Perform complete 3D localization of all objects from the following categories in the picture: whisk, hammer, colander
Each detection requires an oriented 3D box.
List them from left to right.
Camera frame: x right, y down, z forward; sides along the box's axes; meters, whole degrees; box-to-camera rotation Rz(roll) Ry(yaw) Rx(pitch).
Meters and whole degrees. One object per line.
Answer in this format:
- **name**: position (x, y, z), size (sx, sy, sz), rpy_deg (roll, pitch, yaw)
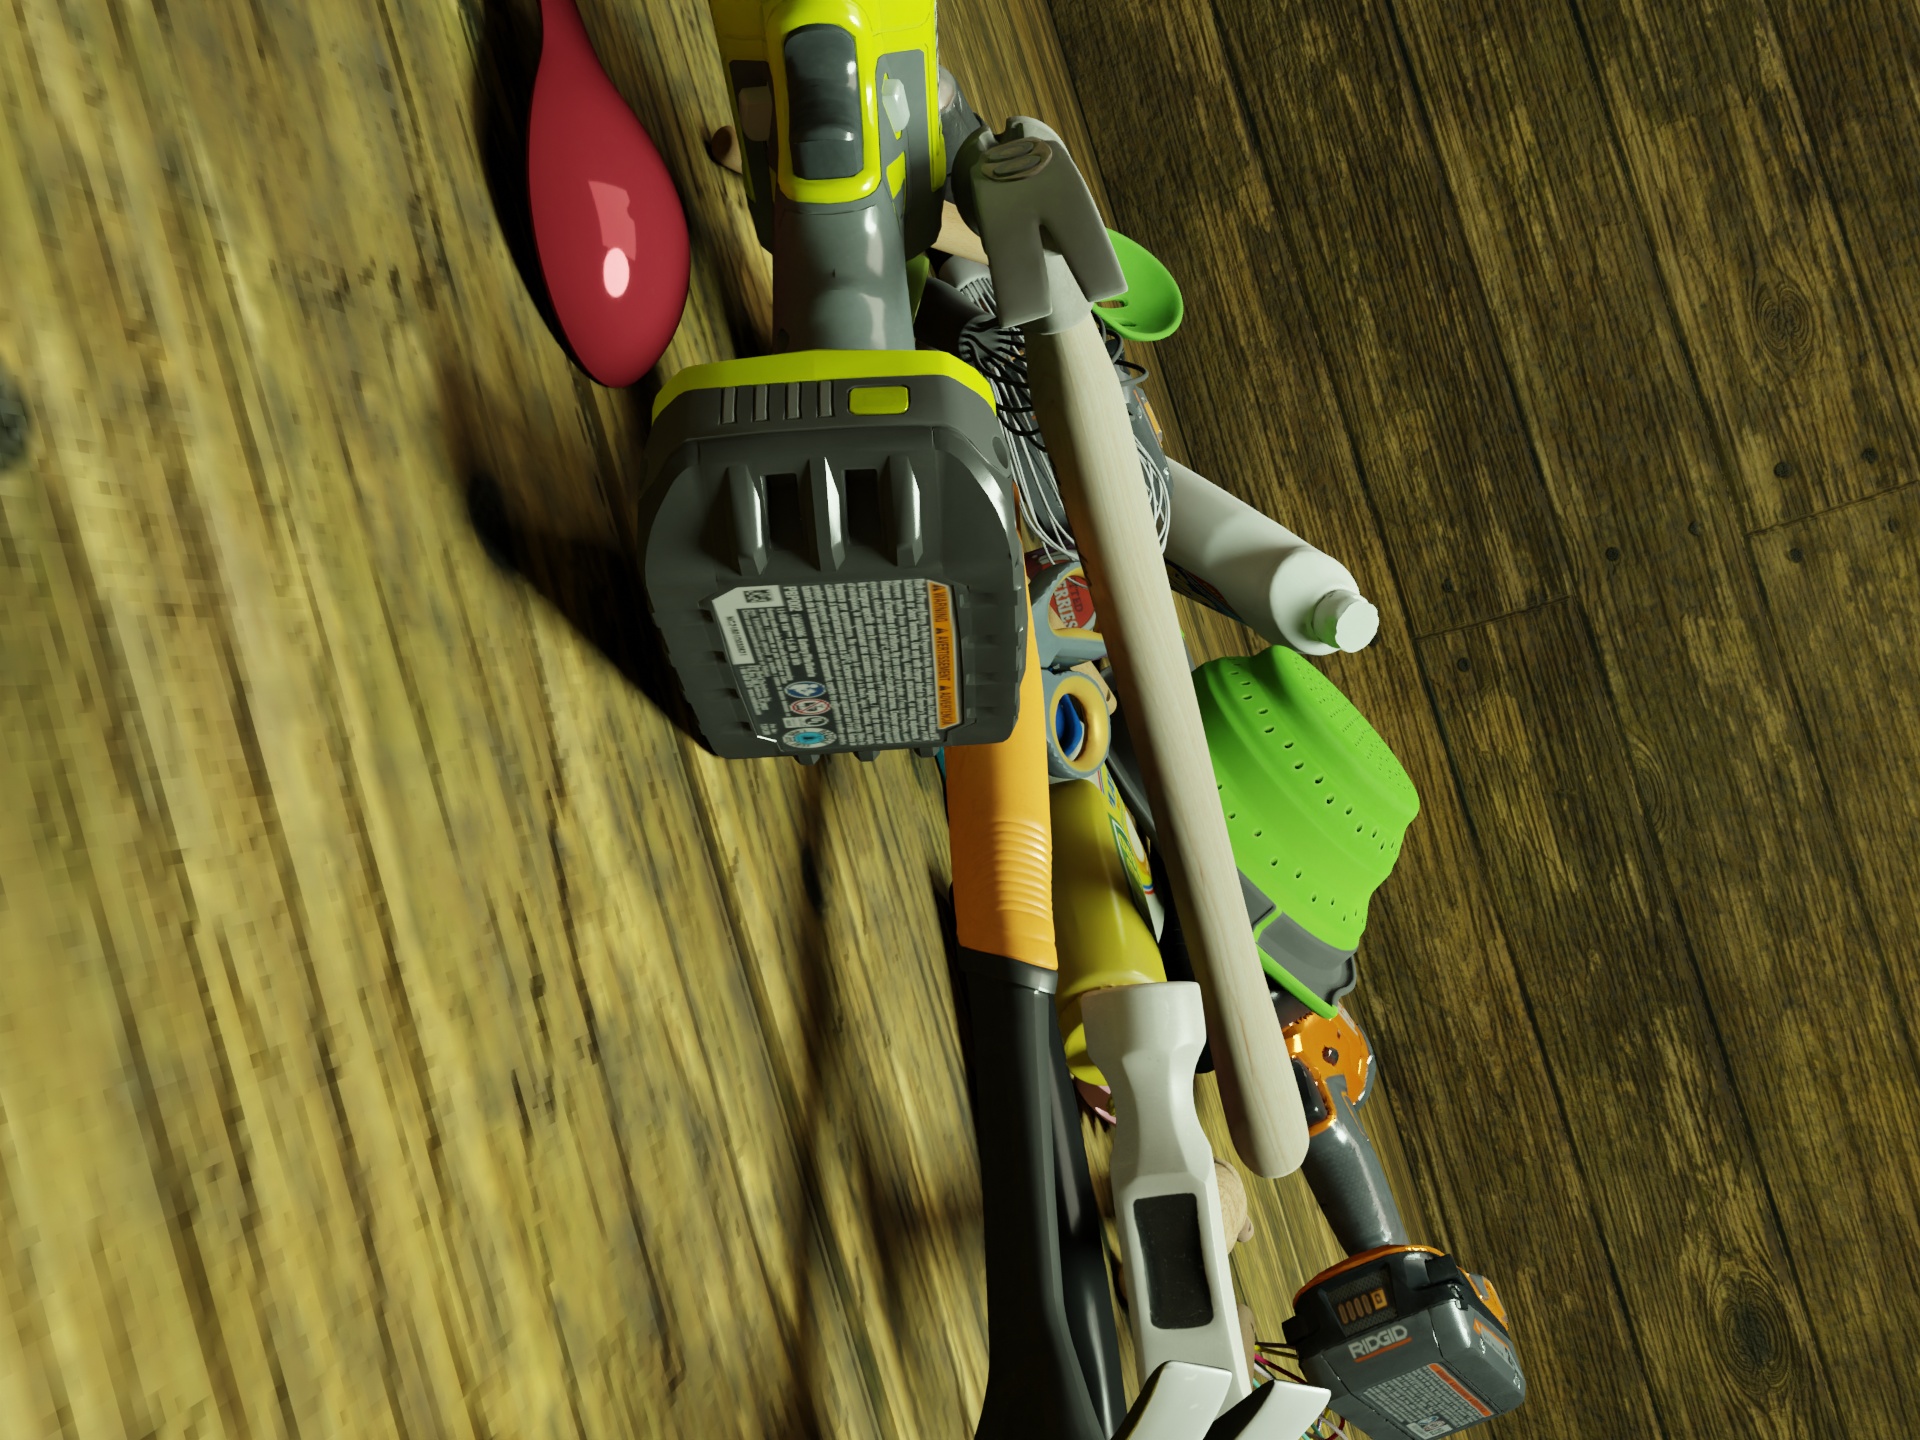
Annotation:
- **whisk**: position (0.012, -0.156, 0.647), size (0.055, 0.055, 0.239), rpy_deg (65, -7, -29)
- **whisk**: position (0.017, -0.184, 0.749), size (0.285, 0.070, 0.070), rpy_deg (62, 11, 15)
- **hammer**: position (0.013, 0.039, 0.412), size (0.034, 0.127, 0.337), rpy_deg (18, 42, -21)
- **hammer**: position (0.036, 0.200, 0.467), size (0.146, 0.035, 0.335), rpy_deg (49, 27, -60)
- **hammer**: position (0.127, 0.073, 0.973), size (0.331, 0.033, 0.128), rpy_deg (-89, 156, -52)
- **hammer**: position (0.073, 0.015, 0.539), size (0.146, 0.038, 0.410), rpy_deg (-97, 170, -58)
- **hammer**: position (0.079, 0.167, 0.524), size (0.331, 0.031, 0.130), rpy_deg (54, 29, -72)
- **whisk**: position (0.120, 0.282, 0.687), size (0.244, 0.047, 0.051), rpy_deg (52, 12, -44)
- **colander**: position (0.160, -0.007, 0.875), size (0.204, 0.094, 0.397), rpy_deg (41, 19, -20)

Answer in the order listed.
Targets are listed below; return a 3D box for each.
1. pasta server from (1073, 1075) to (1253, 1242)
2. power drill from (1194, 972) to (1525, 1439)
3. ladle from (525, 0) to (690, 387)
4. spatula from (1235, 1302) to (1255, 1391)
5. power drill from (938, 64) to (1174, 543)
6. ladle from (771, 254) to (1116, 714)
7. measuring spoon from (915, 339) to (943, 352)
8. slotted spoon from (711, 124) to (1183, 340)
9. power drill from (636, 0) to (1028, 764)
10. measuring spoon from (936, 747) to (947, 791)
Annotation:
- **pasta server**: position (0.106, 0.197, 0.734), size (0.060, 0.040, 0.315), rpy_deg (-68, 150, -24)
- **power drill**: position (0.177, 0.211, 0.763), size (0.164, 0.084, 0.227), rpy_deg (47, 20, -44)
- **ladle**: position (-0.120, -0.237, 0.415), size (0.069, 0.031, 0.315), rpy_deg (21, 52, -75)
- **spatula**: position (0.067, 0.227, 0.442), size (0.316, 0.018, 0.060), rpy_deg (-7, 80, -76)
- **power drill**: position (0.028, -0.226, 0.847), size (0.185, 0.084, 0.226), rpy_deg (49, 20, -59)
- **ladle**: position (0.017, -0.068, 0.626), size (0.319, 0.062, 0.078), rpy_deg (45, 57, -56)
- **measuring spoon**: position (-0.002, -0.142, 0.786), size (0.124, 0.018, 0.034), rpy_deg (66, 2, -50)
- **slotted spoon**: position (0.007, -0.203, 0.668), size (0.313, 0.031, 0.070), rpy_deg (-5, 63, -55)
- **power drill**: position (-0.032, -0.121, 0.380), size (0.190, 0.080, 0.229), rpy_deg (88, -1, -68)
- **measuring spoon**: position (-0.001, -0.002, 0.590), size (0.042, 0.021, 0.128), rpy_deg (-35, 108, -75)
